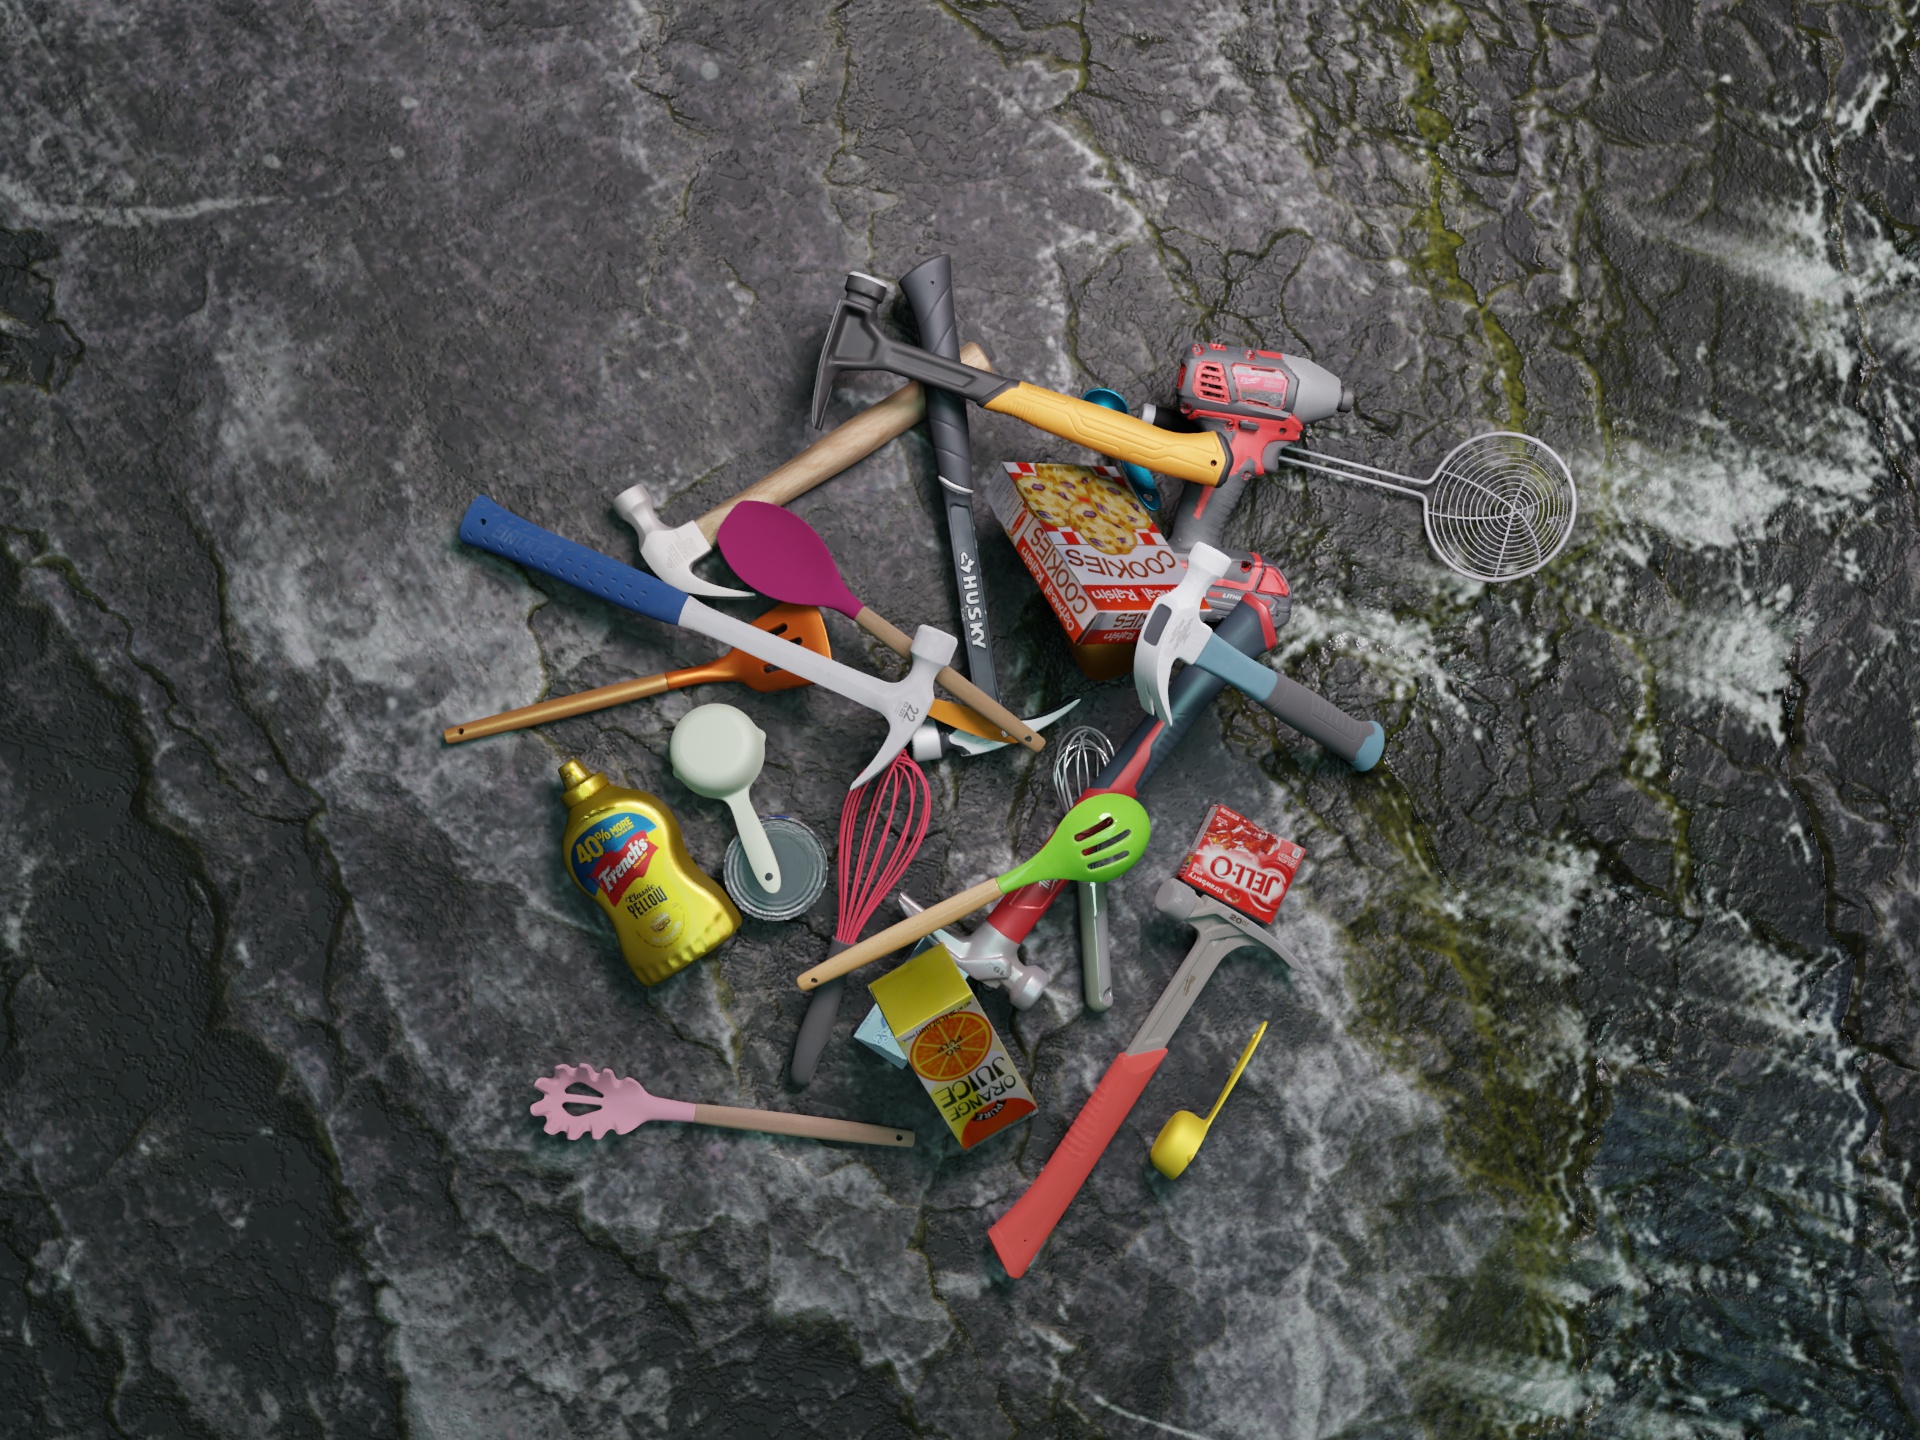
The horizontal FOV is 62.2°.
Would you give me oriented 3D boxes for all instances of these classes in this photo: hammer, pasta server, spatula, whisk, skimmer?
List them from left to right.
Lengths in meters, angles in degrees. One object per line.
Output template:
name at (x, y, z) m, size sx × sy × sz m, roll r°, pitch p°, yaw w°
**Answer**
spatula at (-0.266, -0.028, 1.307) m, size 0.322 × 0.041 × 0.081 m, roll -15°, pitch 80°, yaw -4°
hammer at (-0.214, -0.078, 1.277) m, size 0.405 × 0.035 × 0.144 m, roll 23°, pitch 93°, yaw 5°
pasta server at (-0.193, 0.330, 1.320) m, size 0.316 × 0.040 × 0.060 m, roll 9°, pitch 79°, yaw -7°
hammer at (-0.116, -0.213, 1.325) m, size 0.331 × 0.031 × 0.130 m, roll -33°, pitch 93°, yaw -5°
whisk at (-0.090, 0.164, 1.320) m, size 0.073 × 0.073 × 0.296 m, roll 17°, pitch 94°, yaw -6°
hammer at (0.004, -0.175, 1.315) m, size 0.149 × 0.036 × 0.409 m, roll -9°, pitch 98°, yaw -8°
hammer at (0.051, -0.243, 1.260) m, size 0.337 × 0.034 × 0.127 m, roll 19°, pitch 97°, yaw 2°
whisk at (0.111, 0.127, 1.346) m, size 0.059 × 0.057 × 0.246 m, roll 0°, pitch 97°, yaw 36°
hammer at (0.113, 0.048, 1.297) m, size 0.143 × 0.038 × 0.386 m, roll 37°, pitch 97°, yaw -2°
hammer at (0.142, 0.316, 1.348) m, size 0.149 × 0.037 × 0.359 m, roll 32°, pitch 90°, yaw -20°
hammer at (0.250, -0.024, 1.266) m, size 0.330 × 0.033 × 0.128 m, roll 25°, pitch 99°, yaw -44°
skimmer at (0.330, -0.212, 1.341) m, size 0.363 × 0.090 × 0.127 m, roll 14°, pitch 103°, yaw -5°

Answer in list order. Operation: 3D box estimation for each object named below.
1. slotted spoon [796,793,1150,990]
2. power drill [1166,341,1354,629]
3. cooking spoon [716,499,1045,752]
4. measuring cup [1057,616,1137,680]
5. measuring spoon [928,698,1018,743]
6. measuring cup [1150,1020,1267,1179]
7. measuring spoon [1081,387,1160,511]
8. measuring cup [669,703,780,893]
slotted spoon at (0.009, 0.146, 1.277) m, size 0.314 × 0.031 × 0.070 m, roll -26°, pitch 103°, yaw 5°
power drill at (0.236, -0.193, 1.307) m, size 0.143 × 0.078 × 0.219 m, roll 8°, pitch 105°, yaw 0°
cooking spoon at (-0.062, -0.072, 1.296) m, size 0.319 × 0.017 × 0.069 m, roll 36°, pitch 91°, yaw 0°
measuring cup at (0.100, -0.114, 1.335) m, size 0.052 × 0.095 × 0.174 m, roll -25°, pitch 71°, yaw 12°
measuring spoon at (-0.002, -0.004, 1.312) m, size 0.117 × 0.011 × 0.021 m, roll 19°, pitch 96°, yaw -15°
measuring cup at (0.209, 0.316, 1.349) m, size 0.029 × 0.062 × 0.156 m, roll 32°, pitch 89°, yaw 6°
measuring spoon at (0.136, -0.223, 1.336) m, size 0.042 × 0.021 × 0.129 m, roll -14°, pitch 66°, yaw -20°
measuring cup at (-0.183, 0.062, 1.291) m, size 0.083 × 0.038 × 0.168 m, roll -23°, pitch 72°, yaw -4°
